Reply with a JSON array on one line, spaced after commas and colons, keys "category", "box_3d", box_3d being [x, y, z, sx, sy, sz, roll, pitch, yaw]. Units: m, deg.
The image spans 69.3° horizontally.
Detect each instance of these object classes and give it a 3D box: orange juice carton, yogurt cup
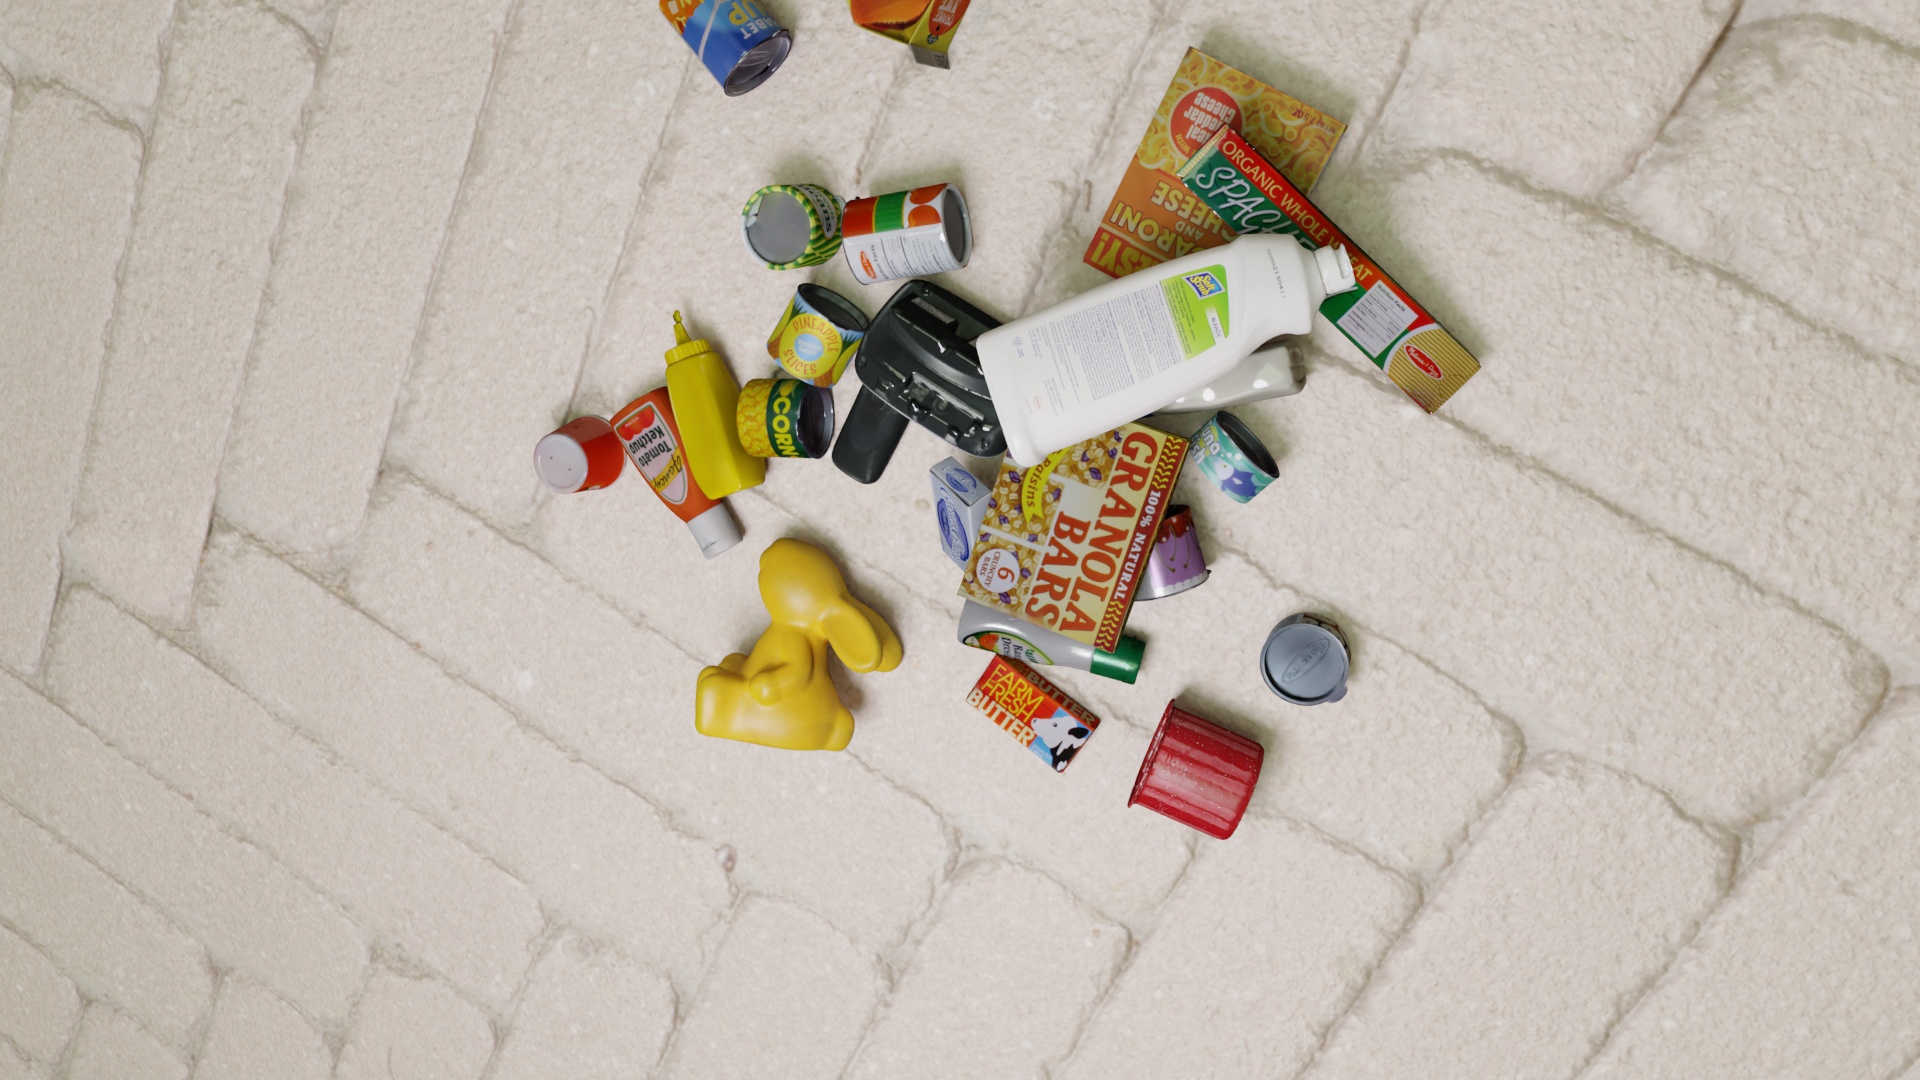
[{"category": "orange juice carton", "box_3d": [-0.051, -0.440, 1.015, 0.073, 0.072, 0.192, -16, 98, 23]}, {"category": "yogurt cup", "box_3d": [-0.337, -0.073, 1.221, 0.072, 0.054, 0.072, 5, 105, 17]}]

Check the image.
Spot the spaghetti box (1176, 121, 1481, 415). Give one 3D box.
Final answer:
[{"category": "spaghetti box", "box_3d": [0.256, -0.188, 0.963, 0.250, 0.029, 0.050, 40, 109, -10]}]

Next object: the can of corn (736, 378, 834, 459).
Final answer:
[{"category": "can of corn", "box_3d": [-0.144, -0.099, 1.137, 0.058, 0.071, 0.071, 3, 105, 20]}]

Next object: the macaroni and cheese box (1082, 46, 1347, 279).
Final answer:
[{"category": "macaroni and cheese box", "box_3d": [0.181, -0.249, 1.000, 0.124, 0.040, 0.165, 31, 111, 9]}]

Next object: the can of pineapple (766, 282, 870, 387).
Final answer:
[{"category": "can of pineapple", "box_3d": [-0.114, -0.163, 1.110, 0.071, 0.071, 0.057, 37, 114, 7]}]

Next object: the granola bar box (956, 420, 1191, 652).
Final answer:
[{"category": "granola bar box", "box_3d": [0.083, -0.016, 1.020, 0.124, 0.039, 0.165, 20, 97, 11]}]

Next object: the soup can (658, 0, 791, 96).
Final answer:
[{"category": "soup can", "box_3d": [-0.180, -0.400, 1.073, 0.071, 0.071, 0.084, -40, 89, 24]}]

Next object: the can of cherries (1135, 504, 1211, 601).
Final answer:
[{"category": "can of cherries", "box_3d": [0.153, 0.008, 1.066, 0.071, 0.072, 0.058, -14, 98, 22]}]

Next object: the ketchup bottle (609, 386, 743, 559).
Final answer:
[{"category": "ketchup bottle", "box_3d": [-0.239, -0.056, 1.197, 0.064, 0.044, 0.148, -29, 94, 28]}]

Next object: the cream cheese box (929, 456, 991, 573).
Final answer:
[{"category": "cream cheese box", "box_3d": [0.004, -0.014, 1.093, 0.053, 0.024, 0.103, 44, 156, 34]}]

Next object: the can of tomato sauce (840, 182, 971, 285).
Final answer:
[{"category": "can of tomato sauce", "box_3d": [-0.040, -0.237, 1.069, 0.083, 0.071, 0.071, -5, 102, 20]}]

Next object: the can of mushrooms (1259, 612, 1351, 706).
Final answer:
[{"category": "can of mushrooms", "box_3d": [0.266, 0.092, 1.063, 0.071, 0.033, 0.071, 5, 105, 18]}]

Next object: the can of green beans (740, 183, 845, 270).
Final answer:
[{"category": "can of green beans", "box_3d": [-0.133, -0.249, 1.101, 0.071, 0.058, 0.071, 5, 106, 18]}]

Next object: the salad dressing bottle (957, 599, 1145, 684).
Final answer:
[{"category": "salad dressing bottle", "box_3d": [0.073, 0.079, 1.117, 0.148, 0.064, 0.044, 15, 66, 8]}]

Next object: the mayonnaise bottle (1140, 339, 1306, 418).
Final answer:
[{"category": "mayonnaise bottle", "box_3d": [0.176, -0.116, 1.026, 0.148, 0.065, 0.041, -8, 95, 25]}]

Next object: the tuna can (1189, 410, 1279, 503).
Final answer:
[{"category": "tuna can", "box_3d": [0.200, -0.062, 1.026, 0.071, 0.071, 0.032, 47, 114, 2]}]

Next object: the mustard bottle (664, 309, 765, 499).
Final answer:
[{"category": "mustard bottle", "box_3d": [-0.213, -0.116, 1.163, 0.048, 0.065, 0.160, -19, 91, 22]}]

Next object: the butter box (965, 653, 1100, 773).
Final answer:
[{"category": "butter box", "box_3d": [0.059, 0.141, 1.153, 0.103, 0.024, 0.053, 37, 113, 7]}]
